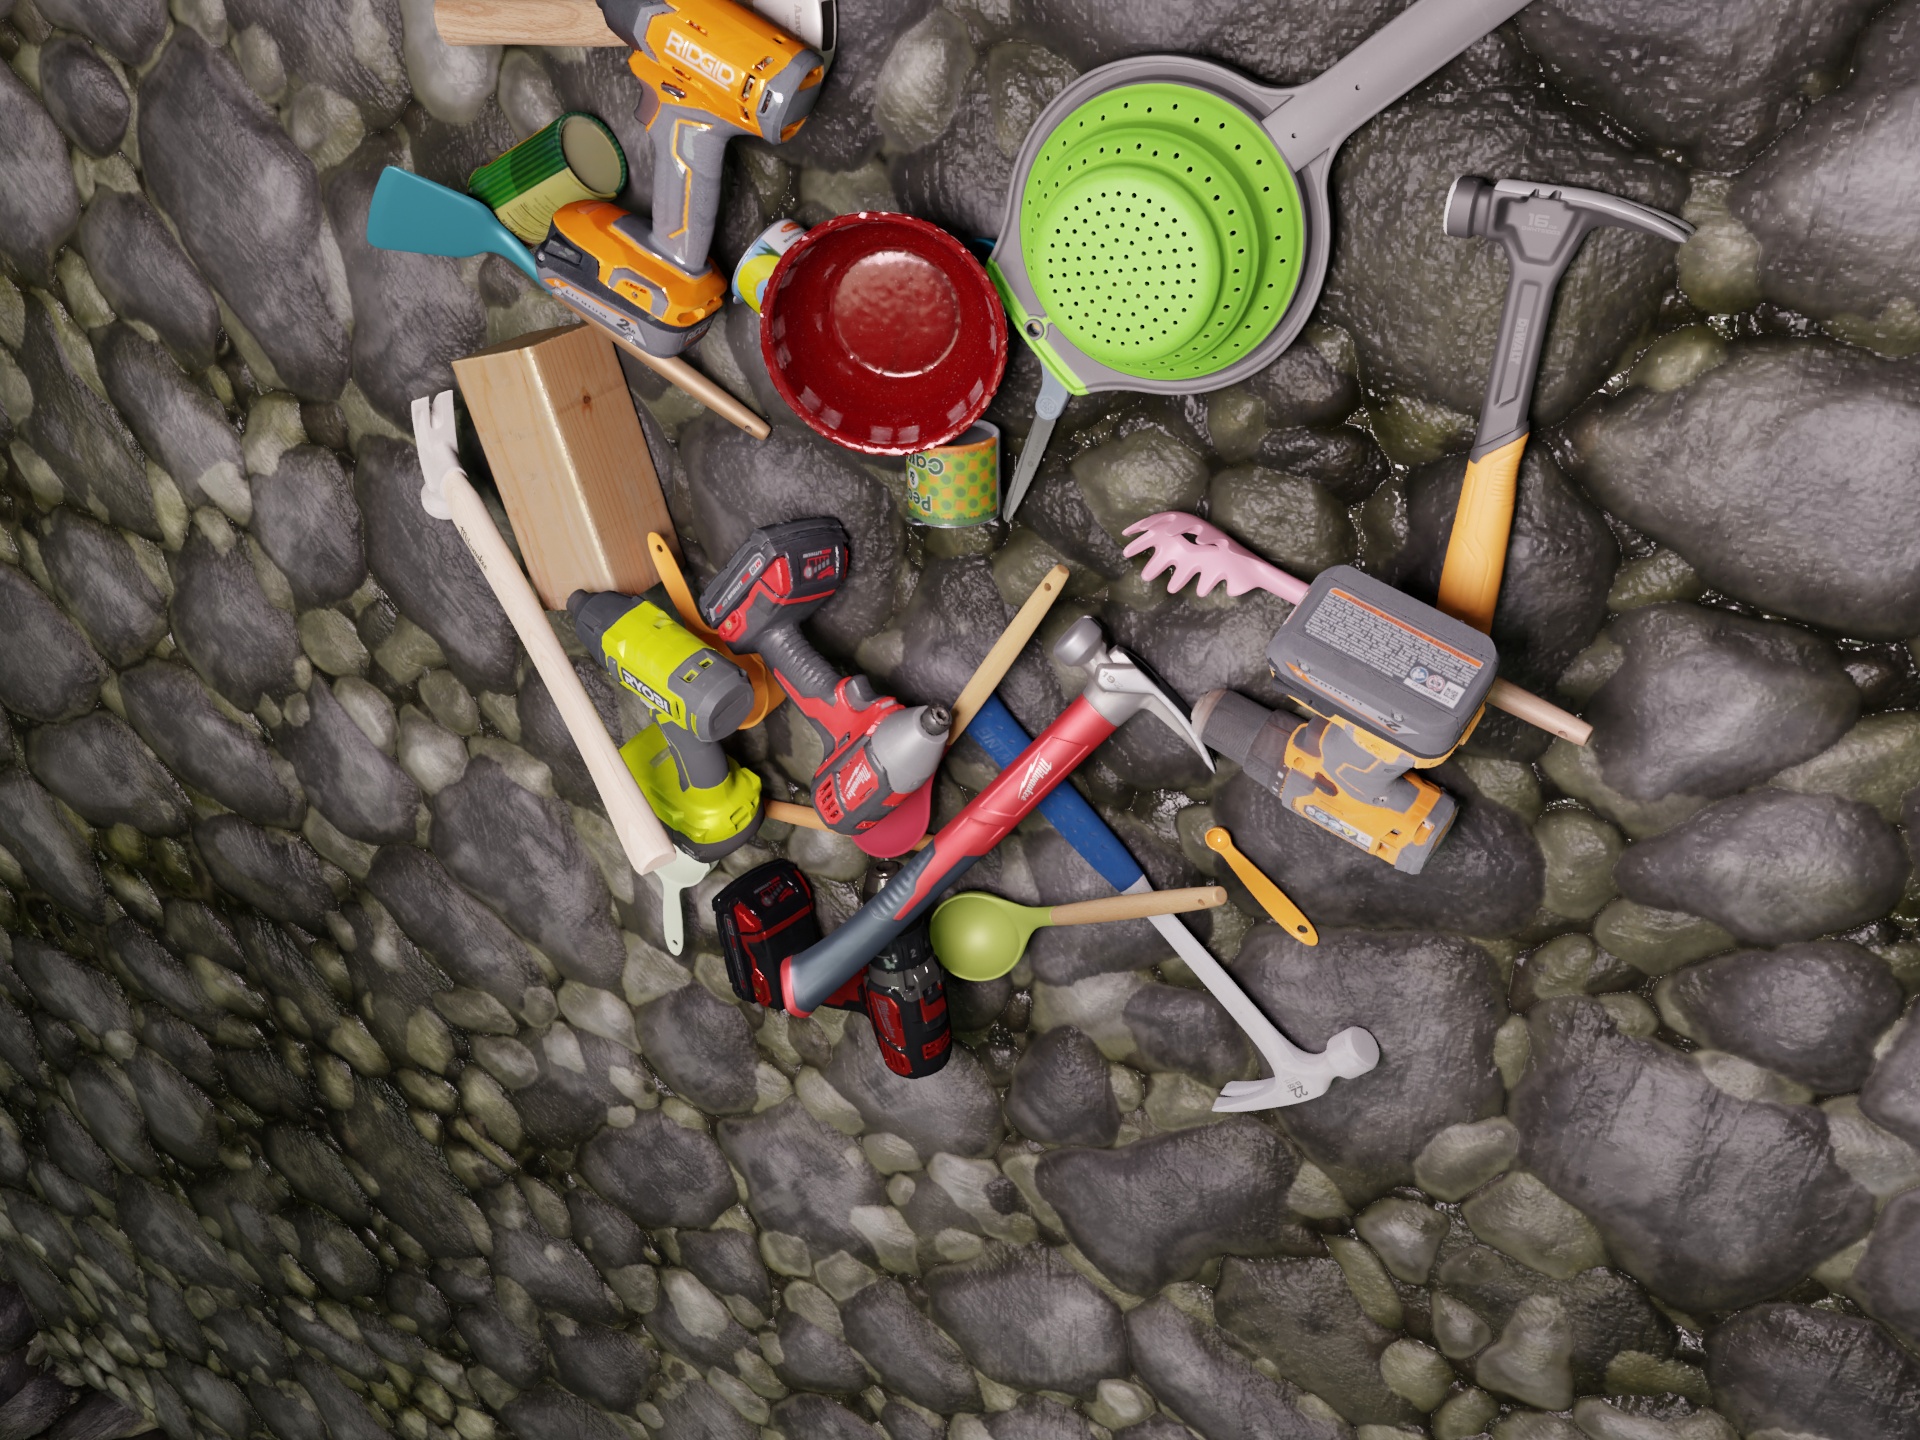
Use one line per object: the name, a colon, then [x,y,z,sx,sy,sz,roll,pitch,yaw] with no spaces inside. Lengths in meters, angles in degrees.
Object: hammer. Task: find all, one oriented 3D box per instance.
hammer: [-0.229,-0.474,1.085,0.331,0.031,0.130,12,122,26]
hammer: [0.321,-0.140,0.935,0.127,0.034,0.336,18,125,24]
hammer: [0.011,0.102,1.176,0.143,0.038,0.386,43,110,-5]
hammer: [0.133,0.135,1.210,0.405,0.035,0.144,49,130,-1]
hammer: [-0.325,-0.065,1.230,0.411,0.038,0.146,58,155,17]

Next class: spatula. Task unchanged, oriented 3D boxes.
spatula: [-0.144,0.079,1.345,0.323,0.041,0.081,10,85,24]
spatula: [-0.278,-0.294,1.162,0.317,0.044,0.082,34,141,-10]

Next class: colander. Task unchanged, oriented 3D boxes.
colander: [0.165,-0.308,0.881,0.397,0.094,0.204,-30,104,36]

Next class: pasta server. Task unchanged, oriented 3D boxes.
pasta server: [0.242,-0.058,0.998,0.316,0.040,0.060,31,156,26]

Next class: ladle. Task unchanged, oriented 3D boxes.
ladle: [0.081,0.151,1.186,0.078,0.062,0.320,57,147,-10]
ladle: [-0.002,-0.004,1.173,0.069,0.031,0.315,44,130,9]

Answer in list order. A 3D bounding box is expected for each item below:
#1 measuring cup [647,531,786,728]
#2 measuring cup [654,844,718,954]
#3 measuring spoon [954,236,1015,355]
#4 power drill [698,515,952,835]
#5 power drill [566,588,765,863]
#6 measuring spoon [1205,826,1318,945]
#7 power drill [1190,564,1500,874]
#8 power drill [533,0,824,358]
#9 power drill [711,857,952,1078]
measuring cup: [-0.195,-0.080,1.280,0.095,0.052,0.173,-15,106,38]
measuring cup: [-0.254,0.145,1.457,0.083,0.038,0.167,21,128,20]
measuring spoon: [0.013,-0.267,1.068,0.042,0.021,0.128,31,138,17]
power drill: [-0.093,-0.036,1.184,0.143,0.078,0.220,-41,74,42]
power drill: [-0.231,0.000,1.255,0.171,0.080,0.223,34,149,23]
measuring spoon: [0.222,0.120,1.165,0.117,0.011,0.021,47,130,-4]
power drill: [0.231,-0.003,0.995,0.185,0.084,0.226,31,160,20]
power drill: [-0.201,-0.374,1.046,0.164,0.084,0.226,33,127,1]
power drill: [-0.104,0.183,1.323,0.227,0.080,0.187,15,123,41]
